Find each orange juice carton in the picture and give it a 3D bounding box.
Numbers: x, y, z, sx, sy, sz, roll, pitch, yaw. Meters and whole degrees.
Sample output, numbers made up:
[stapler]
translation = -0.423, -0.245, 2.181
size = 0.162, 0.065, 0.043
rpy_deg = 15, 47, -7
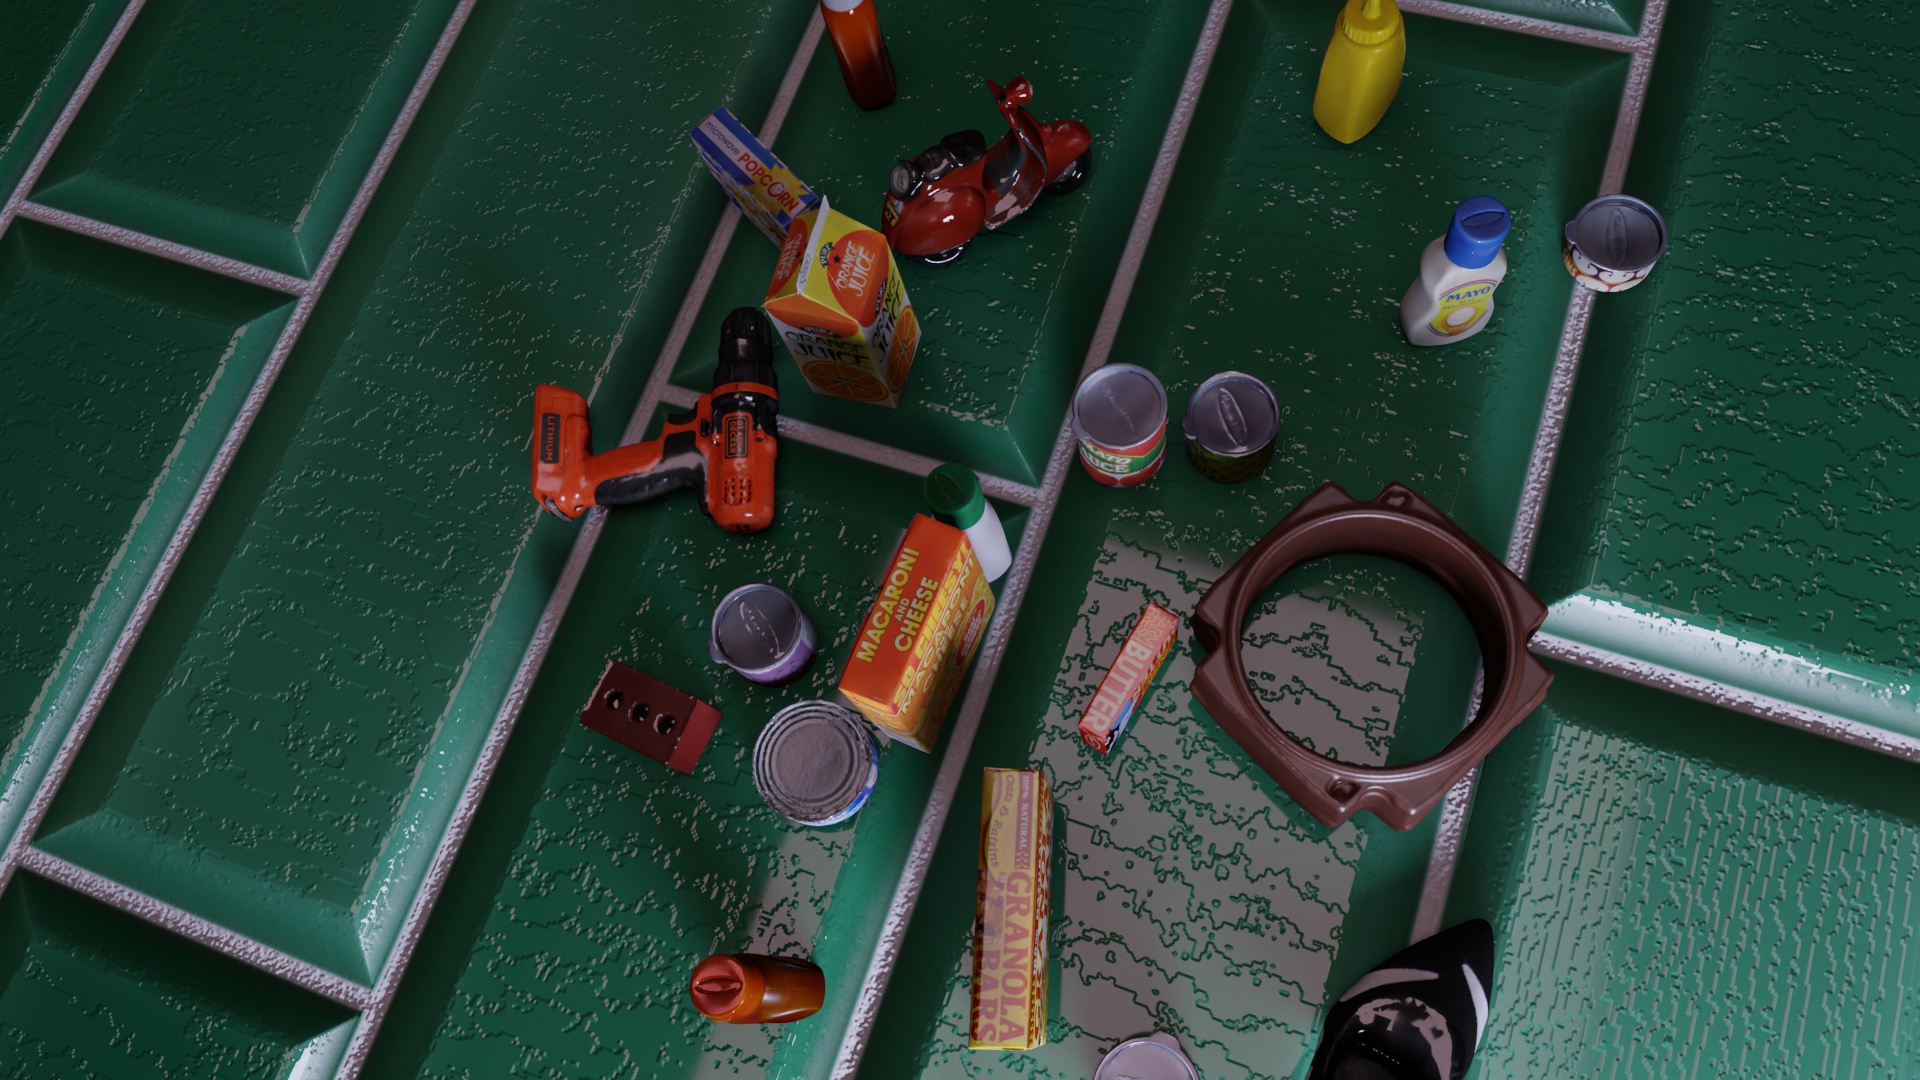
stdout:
[orange juice carton]
translation = -0.087, -0.171, 1.012
size = 0.073, 0.192, 0.072
rpy_deg = 12, 74, 12

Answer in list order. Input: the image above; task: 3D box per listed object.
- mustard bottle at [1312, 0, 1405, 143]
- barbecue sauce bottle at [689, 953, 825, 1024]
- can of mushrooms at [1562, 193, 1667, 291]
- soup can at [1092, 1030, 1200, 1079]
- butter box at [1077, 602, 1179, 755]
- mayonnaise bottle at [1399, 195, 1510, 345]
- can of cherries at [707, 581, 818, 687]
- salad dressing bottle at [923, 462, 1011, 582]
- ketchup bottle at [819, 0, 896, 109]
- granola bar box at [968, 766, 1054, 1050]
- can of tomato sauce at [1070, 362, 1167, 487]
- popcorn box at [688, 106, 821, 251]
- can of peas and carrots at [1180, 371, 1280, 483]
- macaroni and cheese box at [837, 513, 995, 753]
[mustard bottle]
translation = 0.302, -0.365, 1.040
size = 0.065, 0.160, 0.049
rpy_deg = -44, 71, -7
[barbecue sauce bottle]
translation = -0.132, 0.285, 0.884
size = 0.065, 0.148, 0.044
rpy_deg = -3, 71, 7
[can of mushrooms]
translation = 0.483, -0.221, 1.032
size = 0.071, 0.033, 0.071
rpy_deg = -2, 71, 7
[soup can]
translation = 0.118, 0.341, 0.864
size = 0.071, 0.083, 0.071
rpy_deg = -3, 71, 7
[butter box]
translation = 0.117, 0.096, 0.965
size = 0.024, 0.053, 0.104
rpy_deg = 29, 78, 16
[mayonnaise bottle]
translation = 0.352, -0.188, 0.978
size = 0.065, 0.147, 0.041
rpy_deg = -12, 70, 4
[can of cherries]
translation = -0.143, 0.070, 1.008
size = 0.071, 0.058, 0.071
rpy_deg = -3, 71, 7
[salad dressing bottle]
translation = 0.003, -0.012, 0.968
size = 0.044, 0.147, 0.064
rpy_deg = -38, 70, -5
[ketchup bottle]
translation = -0.087, -0.416, 1.120
size = 0.043, 0.148, 0.065
rpy_deg = -17, 70, 3
[granola bar box]
translation = 0.036, 0.237, 0.890
size = 0.039, 0.124, 0.166
rpy_deg = 1, 71, 9
[can of tomato sauce]
translation = 0.115, -0.081, 1.010
size = 0.071, 0.083, 0.071
rpy_deg = -3, 71, 7
[popcorn box]
translation = -0.156, -0.279, 1.117
size = 0.038, 0.085, 0.127
rpy_deg = -42, 71, -6
[can of peas and carrots]
translation = 0.195, -0.080, 1.011
size = 0.071, 0.058, 0.071
rpy_deg = -3, 71, 7
[macaroni and cheese box]
translation = -0.026, 0.067, 0.935
size = 0.040, 0.166, 0.124
rpy_deg = 20, 75, 14
